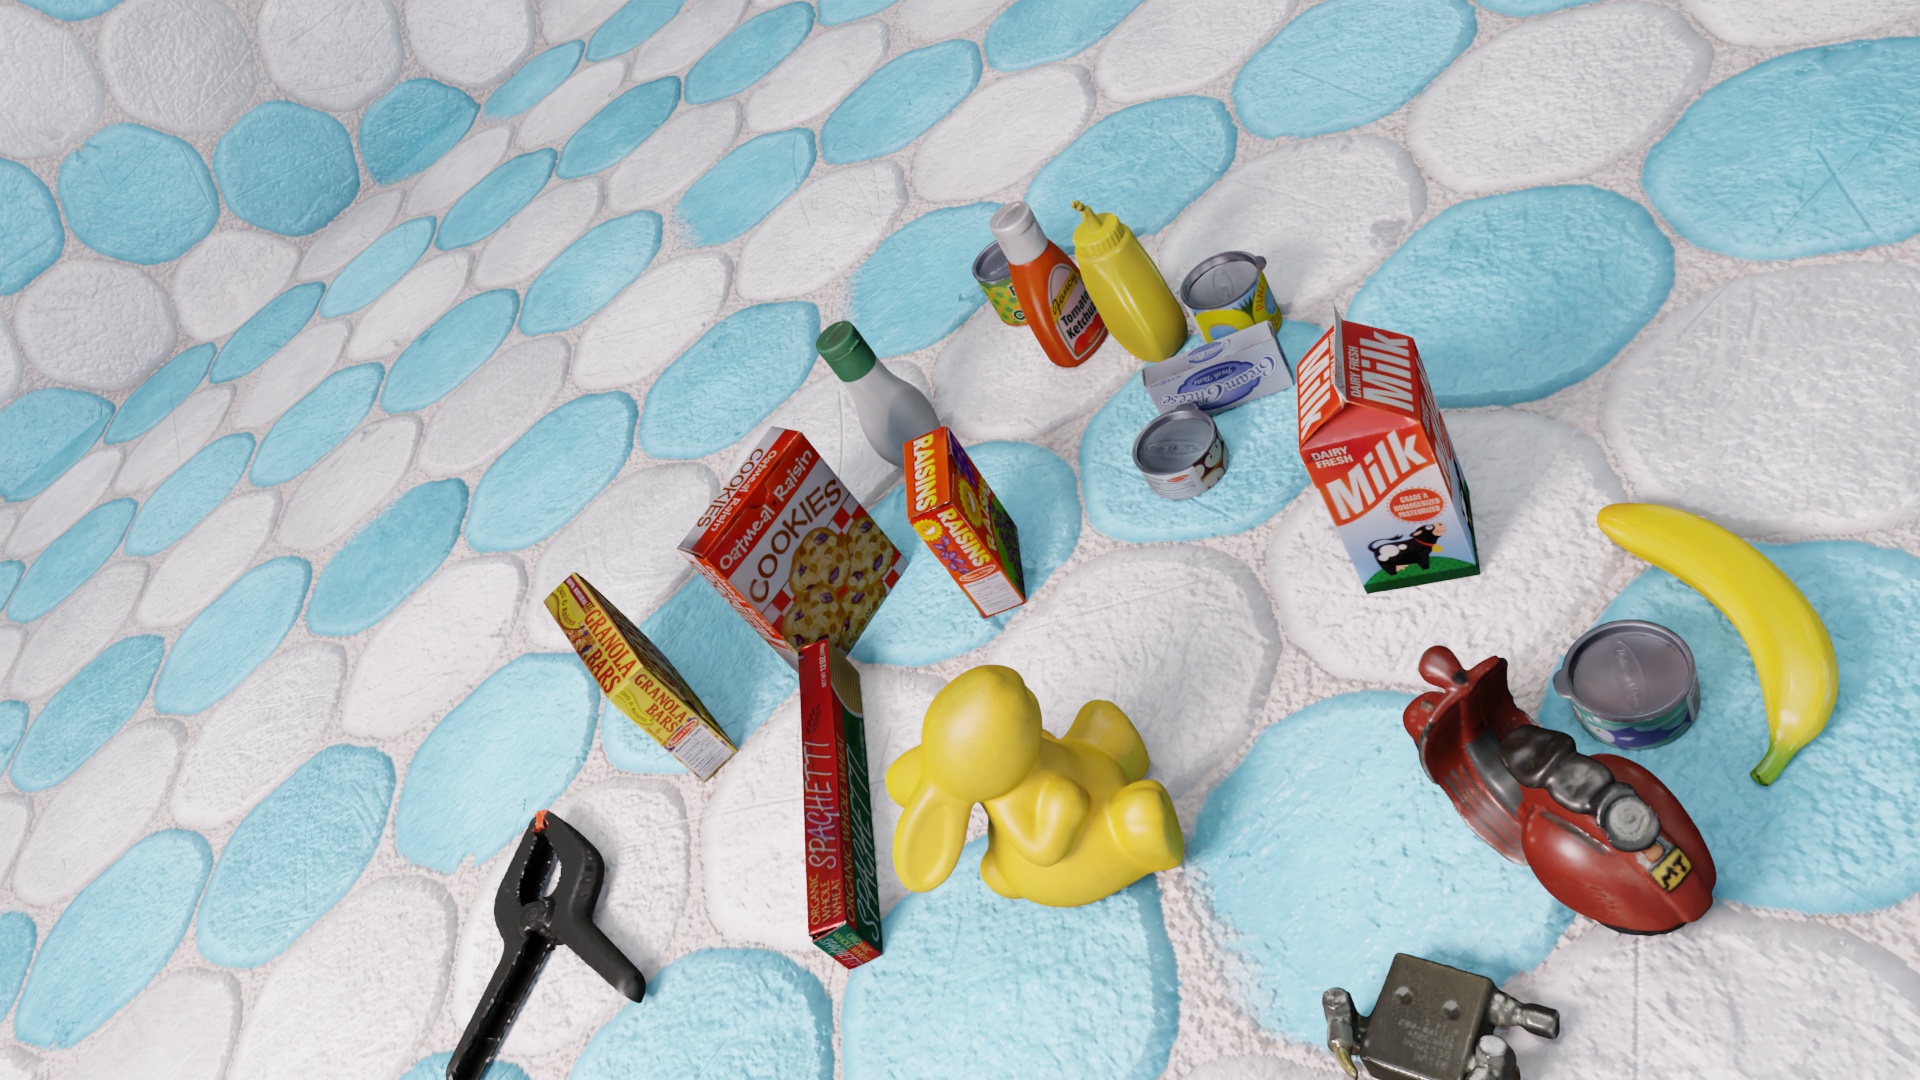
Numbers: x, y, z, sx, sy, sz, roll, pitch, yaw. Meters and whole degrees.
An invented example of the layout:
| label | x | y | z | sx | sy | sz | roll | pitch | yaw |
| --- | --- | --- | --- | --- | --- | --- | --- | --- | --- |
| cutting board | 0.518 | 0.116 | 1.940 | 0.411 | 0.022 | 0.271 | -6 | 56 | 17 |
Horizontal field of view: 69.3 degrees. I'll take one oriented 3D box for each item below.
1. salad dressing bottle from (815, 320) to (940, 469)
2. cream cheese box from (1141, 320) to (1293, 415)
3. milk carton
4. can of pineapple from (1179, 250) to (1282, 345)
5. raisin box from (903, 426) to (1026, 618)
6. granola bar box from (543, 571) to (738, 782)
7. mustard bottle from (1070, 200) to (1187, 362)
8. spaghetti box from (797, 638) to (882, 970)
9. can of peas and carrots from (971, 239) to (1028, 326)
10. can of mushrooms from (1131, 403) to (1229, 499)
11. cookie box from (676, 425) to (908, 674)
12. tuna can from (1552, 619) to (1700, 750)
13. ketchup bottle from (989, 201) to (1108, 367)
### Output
| label | x | y | z | sx | sy | sz | roll | pitch | yaw |
| --- | --- | --- | --- | --- | --- | --- | --- | --- | --- |
| salad dressing bottle | -0.068 | -0.122 | 1.171 | 0.044 | 0.147 | 0.064 | 12 | 60 | 42 |
| cream cheese box | 0.196 | -0.125 | 1.058 | 0.103 | 0.053 | 0.024 | -20 | 43 | 19 |
| milk carton | 0.255 | -0.054 | 0.843 | 0.073 | 0.190 | 0.073 | -13 | 46 | 26 |
| can of pineapple | 0.216 | -0.186 | 1.100 | 0.071 | 0.057 | 0.071 | -20 | 43 | 19 |
| raisin box | 0.004 | -0.013 | 1.034 | 0.040 | 0.123 | 0.086 | -22 | 42 | 17 |
| granola bar box | -0.255 | 0.106 | 1.103 | 0.039 | 0.123 | 0.166 | -44 | 40 | -8 |
| mustard bottle | 0.128 | -0.212 | 1.107 | 0.049 | 0.159 | 0.065 | -47 | 41 | -12 |
| spaghetti box | -0.087 | 0.177 | 0.974 | 0.028 | 0.050 | 0.251 | -25 | 41 | 14 |
| can of peas and carrots | 0.054 | -0.236 | 1.263 | 0.071 | 0.058 | 0.071 | -20 | 43 | 19 |
| can of mushrooms | 0.166 | -0.066 | 1.040 | 0.071 | 0.033 | 0.071 | -20 | 43 | 19 |
| cookie box | -0.123 | 0.012 | 1.066 | 0.040 | 0.167 | 0.123 | 13 | 60 | 42 |
| tuna can | 0.364 | 0.080 | 0.759 | 0.071 | 0.032 | 0.071 | -20 | 43 | 19 |
| ketchup bottle | 0.072 | -0.215 | 1.160 | 0.043 | 0.148 | 0.065 | 19 | 65 | 45 |
